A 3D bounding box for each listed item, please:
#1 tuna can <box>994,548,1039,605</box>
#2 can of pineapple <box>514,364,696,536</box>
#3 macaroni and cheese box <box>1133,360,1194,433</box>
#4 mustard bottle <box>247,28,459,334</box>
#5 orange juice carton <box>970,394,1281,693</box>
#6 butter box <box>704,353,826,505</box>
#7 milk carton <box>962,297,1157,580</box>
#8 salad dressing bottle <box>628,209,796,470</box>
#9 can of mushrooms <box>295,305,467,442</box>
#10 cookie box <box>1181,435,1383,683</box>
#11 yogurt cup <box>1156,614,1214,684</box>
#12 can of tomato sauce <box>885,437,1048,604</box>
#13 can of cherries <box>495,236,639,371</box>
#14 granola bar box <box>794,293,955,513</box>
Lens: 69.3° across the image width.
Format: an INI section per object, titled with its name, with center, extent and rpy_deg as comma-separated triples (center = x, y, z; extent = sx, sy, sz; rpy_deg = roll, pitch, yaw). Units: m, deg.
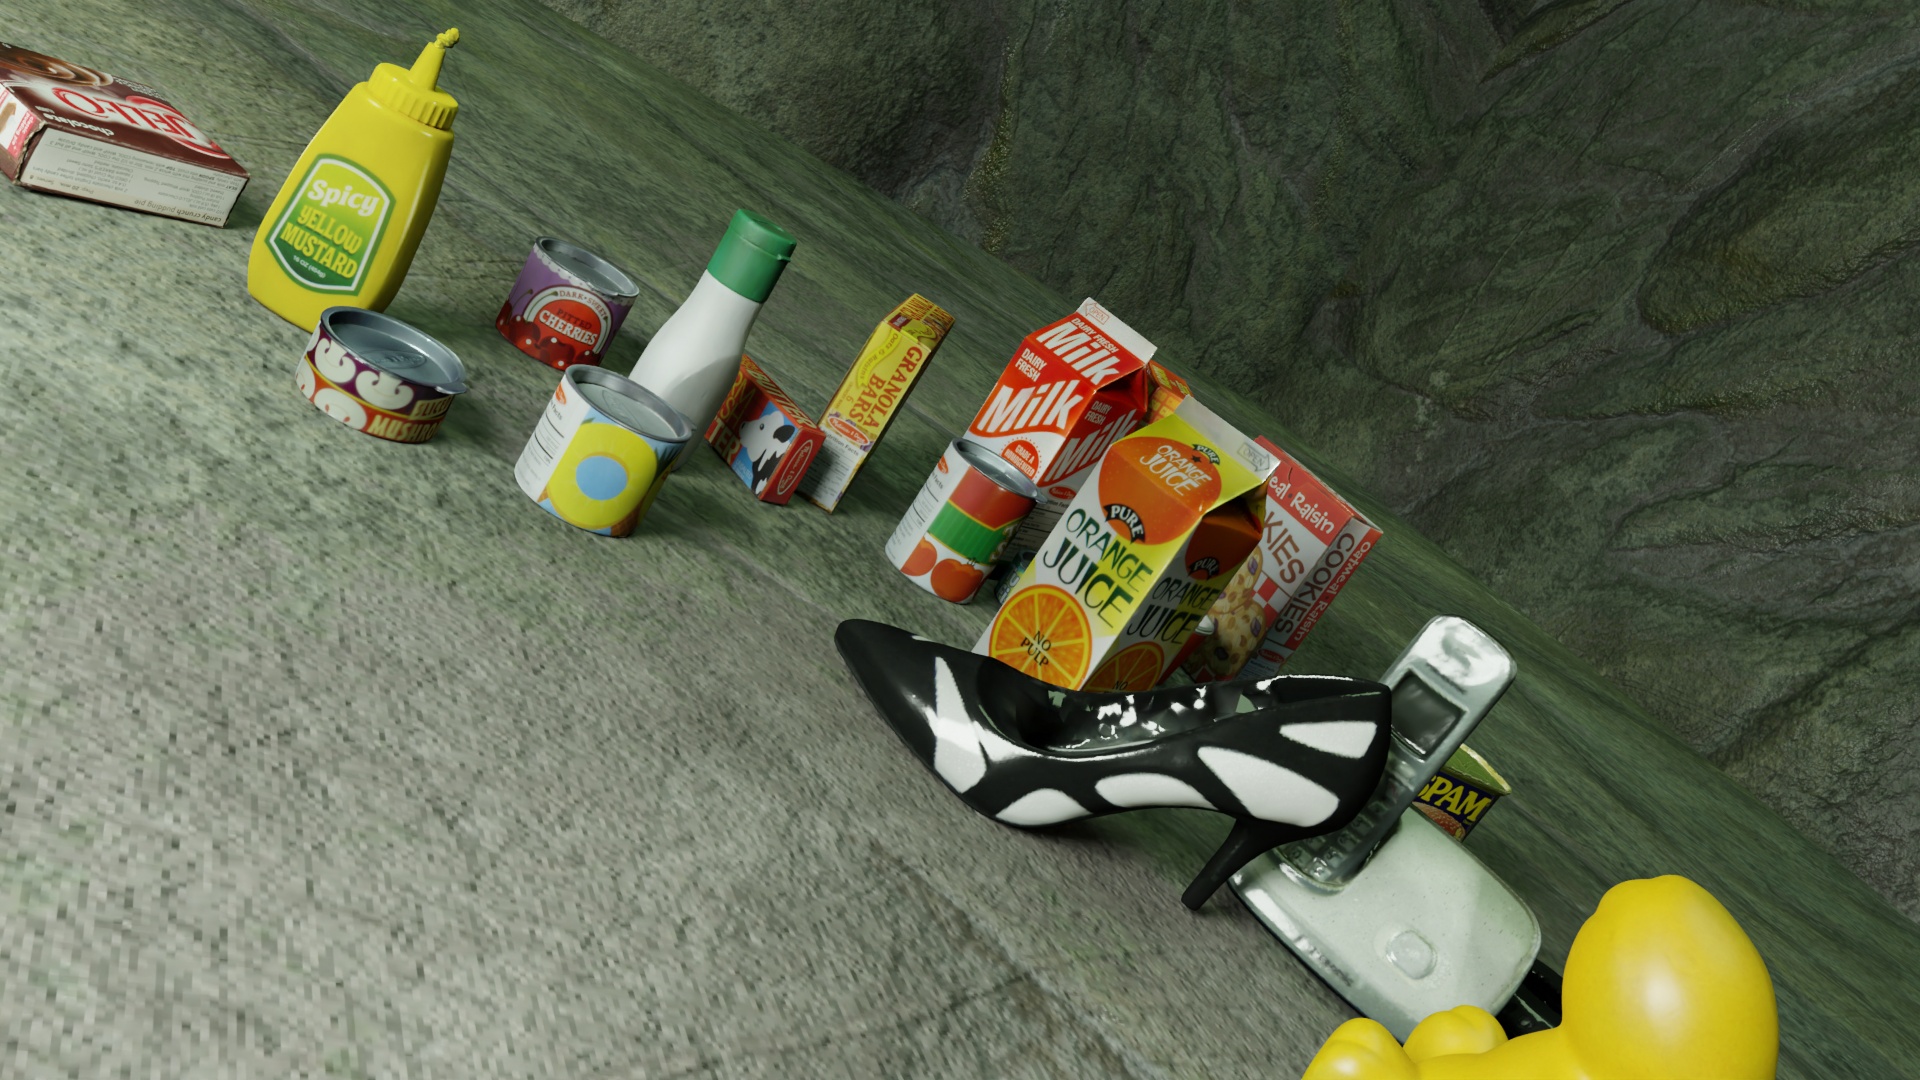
[tuna can]
center = 0.056, 0.037, 0.921
extent = 0.071, 0.032, 0.071
rpy_deg = 31, 16, -9
[can of pineapple]
center = -0.171, -0.042, 0.671
extent = 0.071, 0.057, 0.071
rpy_deg = 31, 16, -9
[macaroni and cheese box]
center = 0.111, -0.050, 1.039
extent = 0.040, 0.166, 0.124
rpy_deg = 32, 15, -6
[mustard bottle]
center = -0.280, -0.174, 0.661
extent = 0.065, 0.159, 0.049
rpy_deg = 30, 16, -12
[orange juice carton]
center = 0.094, 0.016, 0.763
extent = 0.073, 0.192, 0.072
rpy_deg = 14, 25, -51
[butter box]
center = -0.128, -0.072, 0.850
extent = 0.024, 0.053, 0.104
rpy_deg = 15, 24, -49
[milk carton]
center = 0.058, -0.069, 0.948
extent = 0.072, 0.190, 0.073
rpy_deg = 43, 18, 32
[salad dressing bottle]
center = -0.141, -0.109, 0.763
extent = 0.044, 0.147, 0.064
rpy_deg = 38, 16, 18
[can of mushrooms]
center = -0.262, -0.074, 0.633
extent = 0.071, 0.033, 0.071
rpy_deg = 31, 16, -9
[cookie box]
center = 0.213, 0.024, 1.018
extent = 0.040, 0.167, 0.123
rpy_deg = 23, 19, -35
[yogurt cup]
center = 0.132, 0.062, 0.955
extent = 0.072, 0.053, 0.072
rpy_deg = 31, 16, -9
[can of tomato sauce]
center = 0.003, -0.011, 0.868
extent = 0.071, 0.083, 0.071
rpy_deg = 31, 16, -9
[can of cherries]
center = -0.235, -0.139, 0.832
extent = 0.071, 0.058, 0.072
rpy_deg = 31, 16, -9
[granola bar box]
center = -0.058, -0.097, 0.930
extent = 0.039, 0.124, 0.166
rpy_deg = 32, 16, -4
